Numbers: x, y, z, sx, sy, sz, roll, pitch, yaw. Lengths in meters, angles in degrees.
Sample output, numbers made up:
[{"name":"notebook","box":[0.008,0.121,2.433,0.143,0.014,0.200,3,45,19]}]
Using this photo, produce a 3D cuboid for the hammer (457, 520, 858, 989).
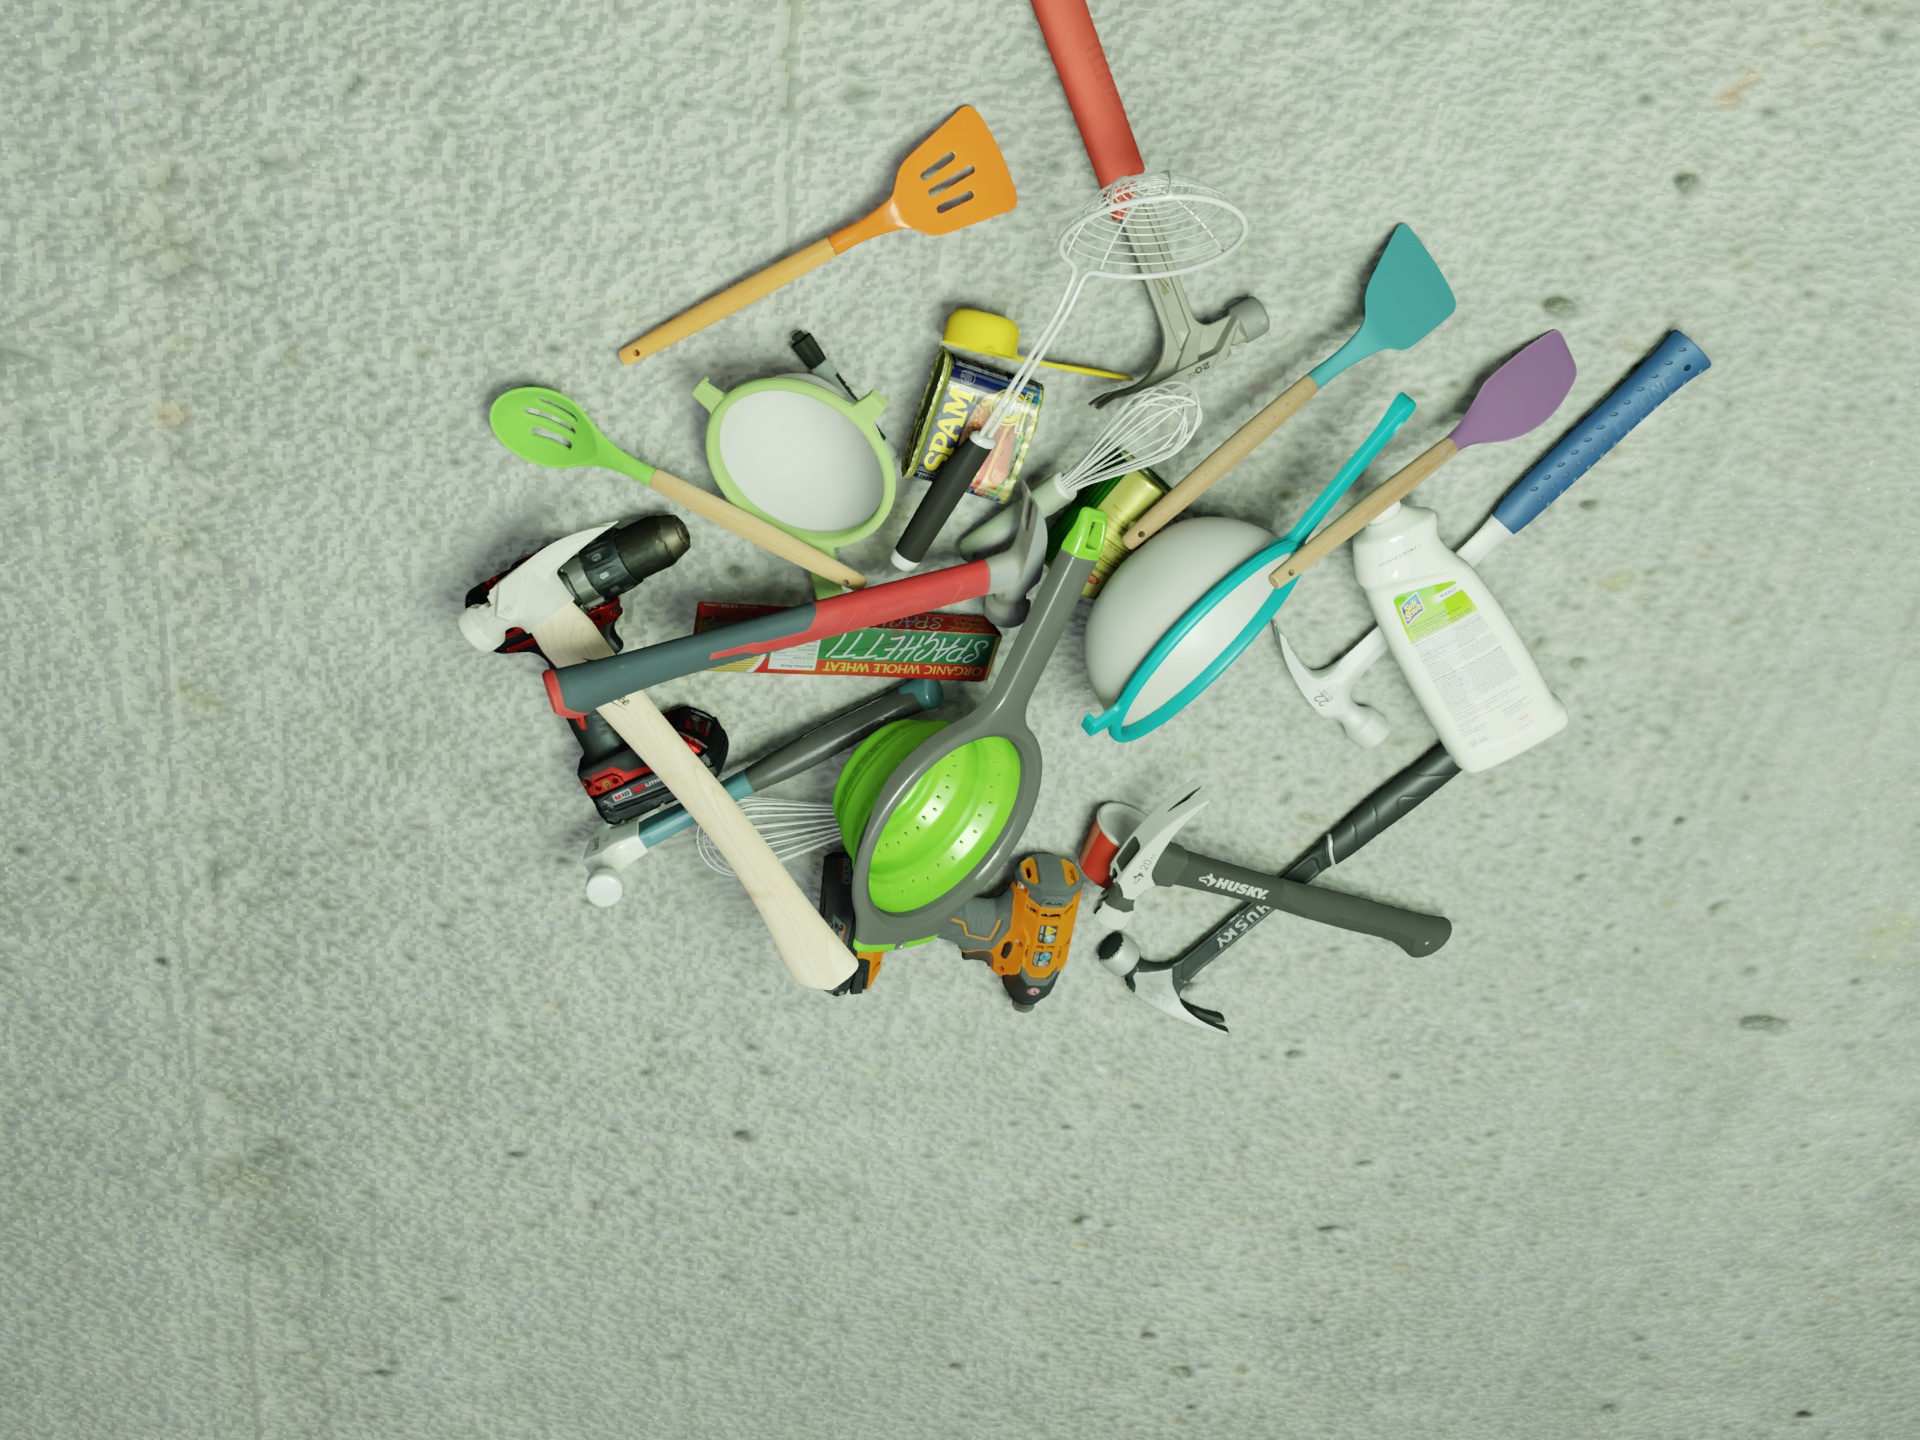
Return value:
[{"name":"hammer","box":[-0.208,0.039,1.244,0.146,0.038,0.410,-35,101,14]}]

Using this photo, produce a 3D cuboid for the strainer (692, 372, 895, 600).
[{"name":"strainer","box":[-0.107,-0.173,1.249,0.151,0.069,0.256,7,137,16]}]

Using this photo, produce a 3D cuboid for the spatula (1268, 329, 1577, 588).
[{"name":"spatula","box":[0.356,-0.193,1.212,0.316,0.018,0.059,-36,109,-12]}]

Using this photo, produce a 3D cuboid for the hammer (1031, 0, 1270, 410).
[{"name":"hammer","box":[0.100,-0.409,1.141,0.149,0.037,0.358,-28,113,-5]}]

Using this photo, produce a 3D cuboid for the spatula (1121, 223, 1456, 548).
[{"name":"spatula","box":[0.244,-0.240,1.208,0.317,0.044,0.082,-40,114,6]}]

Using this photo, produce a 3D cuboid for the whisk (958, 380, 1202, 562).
[{"name":"whisk","box":[0.087,-0.183,1.218,0.057,0.059,0.246,12,148,-44]}]

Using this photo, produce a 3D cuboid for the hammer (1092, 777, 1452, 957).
[{"name":"hammer","box":[0.290,0.149,1.385,0.334,0.035,0.146,16,117,-21]}]

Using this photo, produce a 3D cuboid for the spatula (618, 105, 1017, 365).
[{"name":"spatula","box":[-0.114,-0.344,1.184,0.322,0.041,0.081,-24,115,14]}]

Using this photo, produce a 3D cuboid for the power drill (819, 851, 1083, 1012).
[{"name":"power drill","box":[-0.013,0.194,1.419,0.226,0.084,0.164,3,123,-8]}]

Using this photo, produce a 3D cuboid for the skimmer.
[{"name":"skimmer","box":[0.062,-0.234,1.138,0.127,0.090,0.363,4,130,-46]}]

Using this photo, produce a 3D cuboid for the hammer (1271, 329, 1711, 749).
[{"name":"hammer","box":[0.428,-0.155,1.291,0.144,0.035,0.405,38,109,-19]}]

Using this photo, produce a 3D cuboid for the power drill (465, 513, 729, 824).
[{"name":"power drill","box":[-0.269,-0.047,1.294,0.188,0.080,0.226,-23,112,8]}]

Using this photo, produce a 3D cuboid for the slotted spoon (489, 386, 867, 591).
[{"name":"slotted spoon","box":[-0.214,-0.174,1.226,0.313,0.031,0.070,27,129,-1]}]

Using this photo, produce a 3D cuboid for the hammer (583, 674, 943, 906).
[{"name":"hammer","box":[-0.164,0.045,1.330,0.331,0.128,0.033,-27,115,1]}]

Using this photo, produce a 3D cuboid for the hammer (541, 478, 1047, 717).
[{"name":"hammer","box":[-0.118,-0.081,1.183,0.386,0.038,0.143,-16,149,-16]}]

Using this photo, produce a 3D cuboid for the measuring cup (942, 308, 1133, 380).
[{"name":"measuring cup","box":[0.063,-0.285,1.210,0.156,0.062,0.029,8,100,-19]}]

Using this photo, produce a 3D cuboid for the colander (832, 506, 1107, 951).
[{"name":"colander","box":[-0.002,-0.004,1.268,0.204,0.095,0.397,2,119,-52]}]

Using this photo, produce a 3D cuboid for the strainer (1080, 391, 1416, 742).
[{"name":"strainer","box":[0.204,-0.135,1.229,0.095,0.211,0.340,45,110,17]}]

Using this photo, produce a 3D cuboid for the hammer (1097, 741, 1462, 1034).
[{"name":"hammer","box":[0.321,0.132,1.428,0.409,0.036,0.149,-42,112,16]}]

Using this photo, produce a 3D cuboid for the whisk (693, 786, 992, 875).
[{"name":"whisk","box":[-0.089,0.085,1.380,0.284,0.070,0.070,-8,116,-4]}]
